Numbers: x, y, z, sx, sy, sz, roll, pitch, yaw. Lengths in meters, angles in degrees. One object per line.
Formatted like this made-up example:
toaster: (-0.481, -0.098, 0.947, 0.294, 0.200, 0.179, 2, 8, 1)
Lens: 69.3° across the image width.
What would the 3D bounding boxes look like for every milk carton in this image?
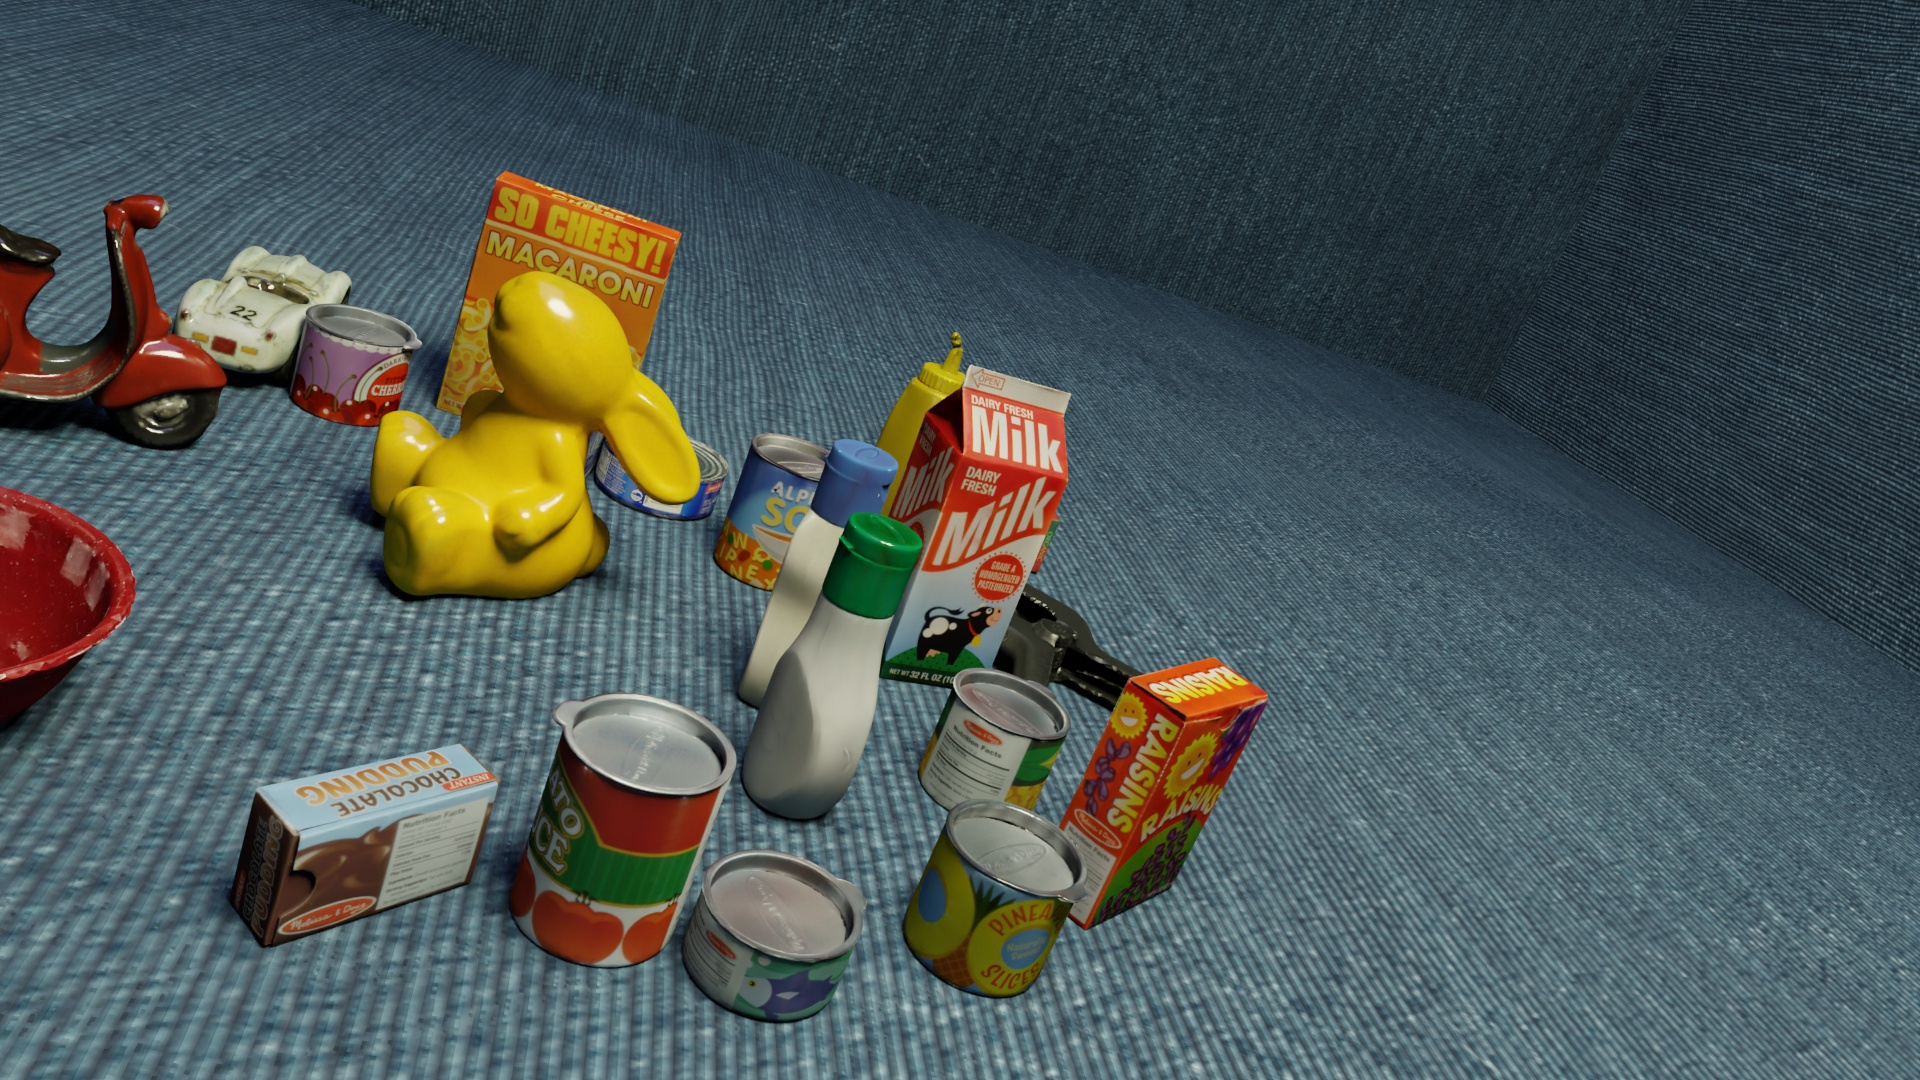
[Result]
milk carton: (0.003, -0.011, 0.841, 0.072, 0.189, 0.074, 13, 21, -26)

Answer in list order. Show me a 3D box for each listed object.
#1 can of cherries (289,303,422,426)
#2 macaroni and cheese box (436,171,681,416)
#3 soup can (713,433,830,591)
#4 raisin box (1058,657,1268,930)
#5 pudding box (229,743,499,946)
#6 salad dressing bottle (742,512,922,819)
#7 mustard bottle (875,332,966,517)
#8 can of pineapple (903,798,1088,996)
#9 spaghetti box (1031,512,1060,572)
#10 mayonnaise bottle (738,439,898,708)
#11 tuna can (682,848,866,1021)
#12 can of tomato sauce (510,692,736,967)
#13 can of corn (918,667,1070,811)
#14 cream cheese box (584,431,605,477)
can of cherries: (-0.388, -0.112, 0.892, 0.071, 0.058, 0.072, 20, 19, -7)
macaroni and cheese box: (-0.276, -0.153, 0.956, 0.124, 0.165, 0.040, 17, 19, -13)
soup can: (-0.114, -0.016, 0.892, 0.071, 0.083, 0.071, 20, 19, -7)
raisin box: (0.095, 0.123, 0.686, 0.040, 0.123, 0.086, 34, 23, 32)
pudding box: (-0.215, 0.108, 0.506, 0.030, 0.049, 0.084, 32, 22, 28)
salad dressing bottle: (-0.059, 0.059, 0.654, 0.044, 0.147, 0.064, 8, 23, -36)
mustard bottle: (-0.025, -0.080, 1.042, 0.065, 0.159, 0.049, 33, 22, 29)
can of pineapple: (0.015, 0.157, 0.609, 0.071, 0.057, 0.071, 20, 19, -7)
spaghetti box: (0.035, -0.048, 1.186, 0.029, 0.050, 0.251, 16, 20, -18)
mayonnaise bottle: (-0.074, 0.019, 0.743, 0.041, 0.147, 0.065, 25, 19, 9)
tuna can: (-0.073, 0.157, 0.555, 0.071, 0.032, 0.071, 19, 19, -7)
can of tomato sauce: (-0.133, 0.111, 0.537, 0.071, 0.082, 0.071, 20, 19, -7)
can of corn: (0.019, 0.109, 0.739, 0.071, 0.058, 0.071, 20, 19, -7)
cream cheese box: (-0.255, -0.064, 0.914, 0.024, 0.053, 0.104, 20, 19, -4)
